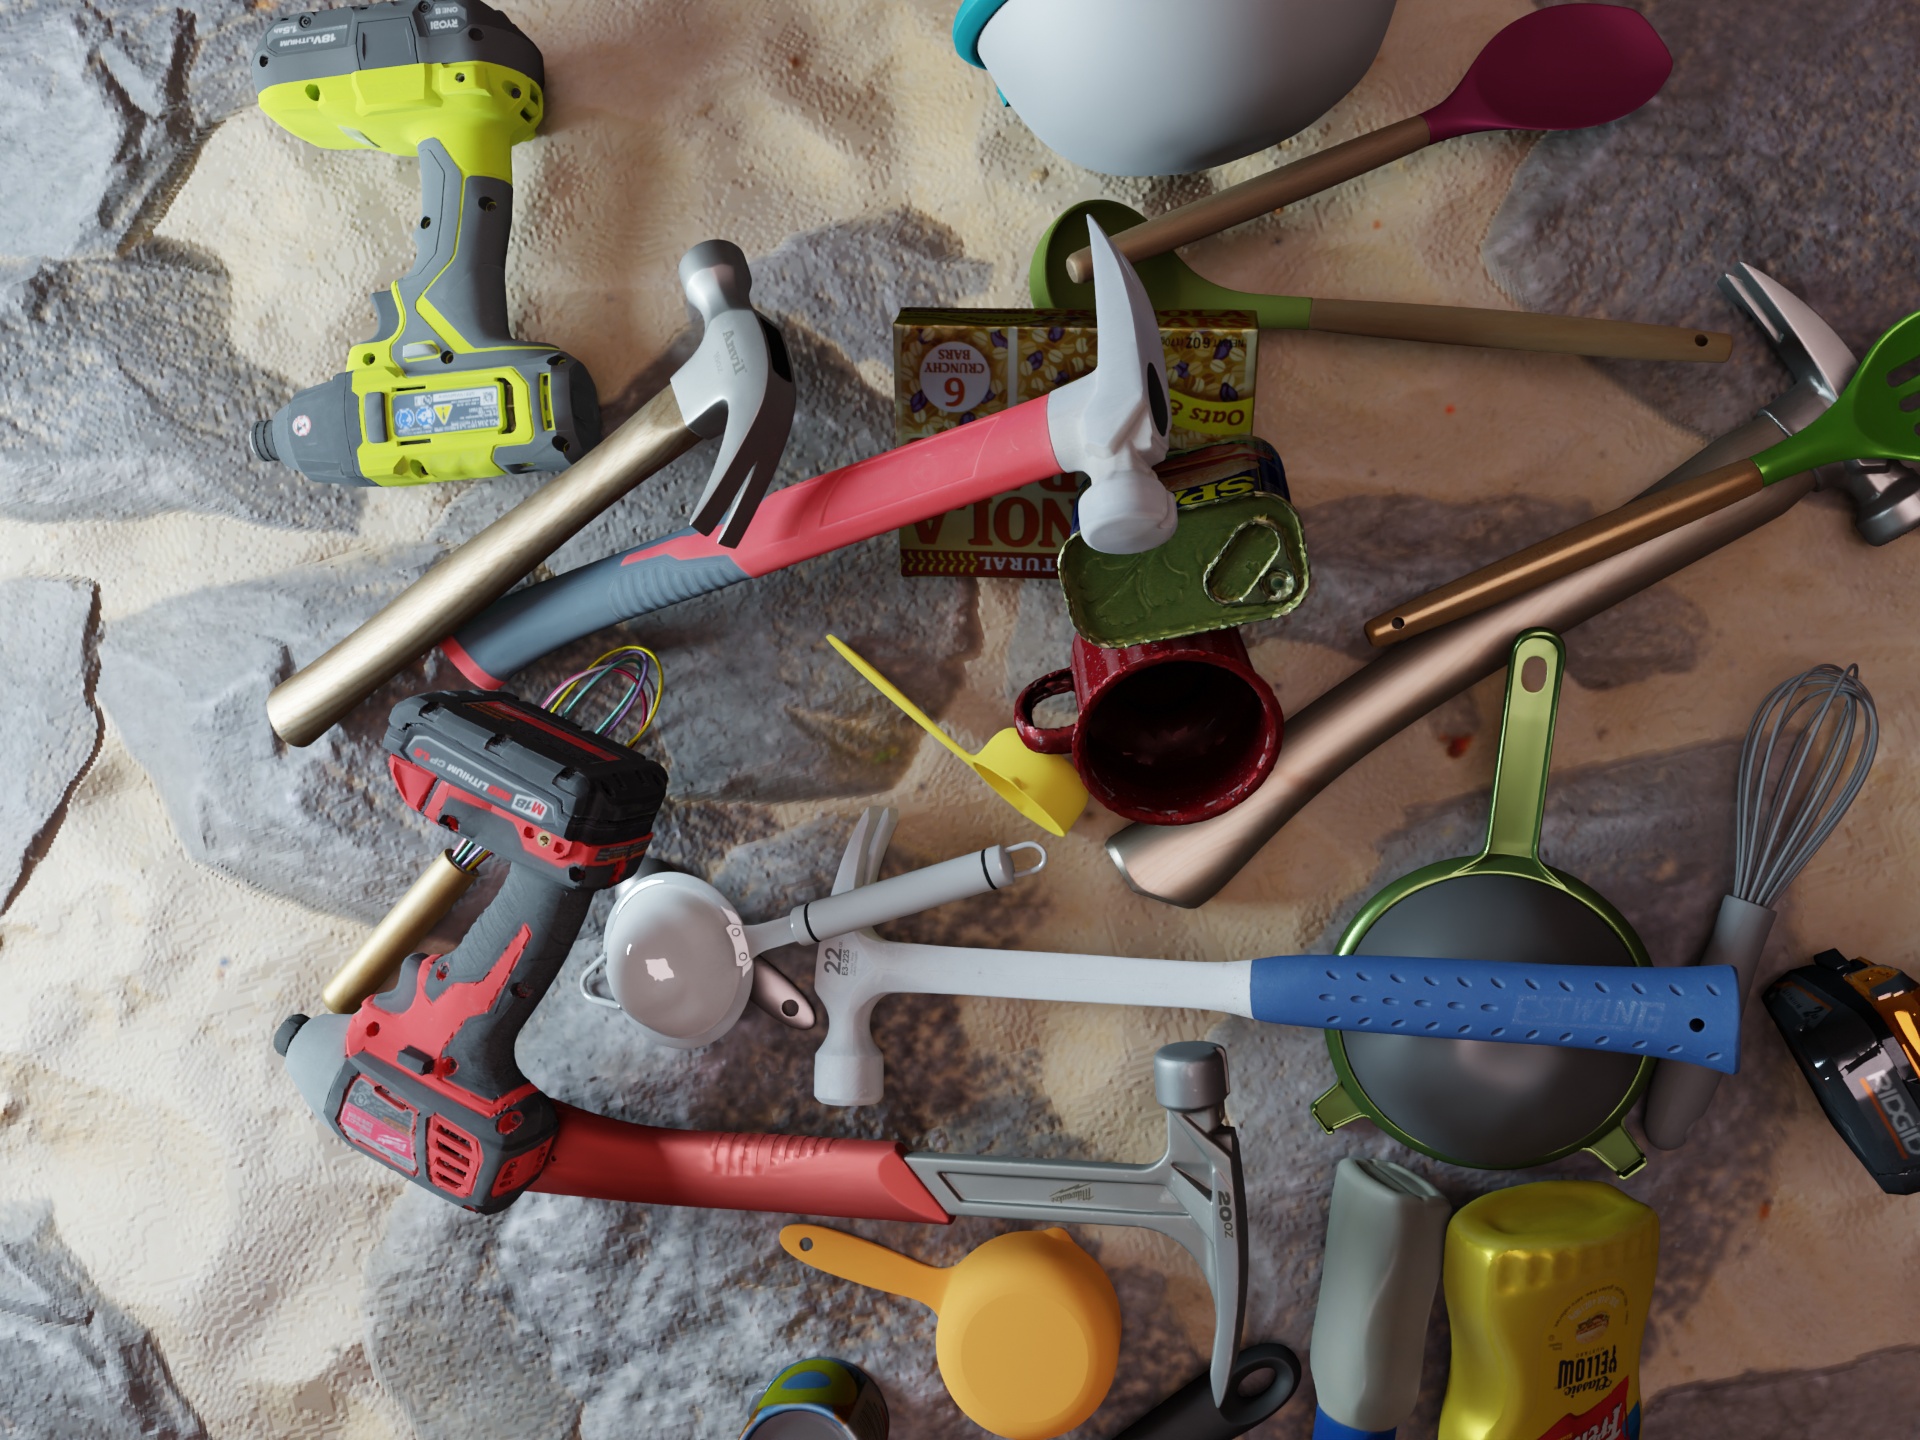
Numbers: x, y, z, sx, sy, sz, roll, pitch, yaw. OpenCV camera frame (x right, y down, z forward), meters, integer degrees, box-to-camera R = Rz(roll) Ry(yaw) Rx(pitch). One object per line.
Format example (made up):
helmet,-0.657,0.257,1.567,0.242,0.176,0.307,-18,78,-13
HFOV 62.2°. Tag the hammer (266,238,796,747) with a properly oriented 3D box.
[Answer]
hammer,-0.210,-0.079,0.746,0.331,0.031,0.130,-32,62,21

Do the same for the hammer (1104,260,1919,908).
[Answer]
hammer,0.243,-0.048,0.751,0.410,0.038,0.146,-33,83,4

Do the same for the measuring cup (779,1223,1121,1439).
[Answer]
measuring cup,-0.008,0.278,0.752,0.173,0.052,0.095,18,89,4

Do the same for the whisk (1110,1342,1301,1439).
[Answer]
whisk,0.031,0.375,0.745,0.296,0.073,0.073,-30,85,-2

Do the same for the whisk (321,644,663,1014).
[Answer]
whisk,-0.233,0.057,0.793,0.047,0.051,0.245,43,95,0

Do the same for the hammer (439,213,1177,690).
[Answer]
hammer,-0.088,-0.098,0.721,0.386,0.038,0.143,-15,67,27

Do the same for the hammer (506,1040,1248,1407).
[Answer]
hammer,-0.050,0.219,0.728,0.359,0.036,0.149,-3,93,19

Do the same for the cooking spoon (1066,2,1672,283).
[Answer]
cooking spoon,0.193,-0.267,0.743,0.319,0.017,0.069,-24,75,-10

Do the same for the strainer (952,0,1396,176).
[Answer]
strainer,0.101,-0.284,0.634,0.211,0.340,0.095,-18,98,11

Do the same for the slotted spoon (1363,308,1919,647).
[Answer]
slotted spoon,0.329,-0.102,0.713,0.314,0.031,0.070,-24,82,7

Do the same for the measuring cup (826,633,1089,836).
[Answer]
measuring cup,-0.001,-0.002,0.772,0.157,0.062,0.029,39,82,17

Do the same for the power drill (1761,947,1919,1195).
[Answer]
power drill,0.472,0.107,0.672,0.226,0.164,0.084,-29,85,16

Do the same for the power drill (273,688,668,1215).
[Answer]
power drill,-0.233,0.103,0.735,0.143,0.078,0.219,23,99,15

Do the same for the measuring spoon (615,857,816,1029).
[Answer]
measuring spoon,-0.122,0.113,0.789,0.124,0.018,0.034,38,91,6

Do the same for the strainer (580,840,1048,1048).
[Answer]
strainer,-0.080,0.097,0.746,0.258,0.050,0.087,-18,86,16

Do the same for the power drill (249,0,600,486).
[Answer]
power drill,-0.277,-0.230,0.794,0.171,0.080,0.223,-5,90,5

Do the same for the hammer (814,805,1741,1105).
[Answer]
hammer,0.119,0.112,0.704,0.405,0.035,0.144,0,85,23

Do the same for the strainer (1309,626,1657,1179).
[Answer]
strainer,0.244,0.088,0.704,0.151,0.069,0.256,6,99,12

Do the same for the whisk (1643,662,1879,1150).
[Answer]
whisk,0.362,0.086,0.728,0.055,0.055,0.239,20,93,6

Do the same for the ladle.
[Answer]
ladle,0.190,-0.191,0.738,0.320,0.062,0.078,8,83,11
